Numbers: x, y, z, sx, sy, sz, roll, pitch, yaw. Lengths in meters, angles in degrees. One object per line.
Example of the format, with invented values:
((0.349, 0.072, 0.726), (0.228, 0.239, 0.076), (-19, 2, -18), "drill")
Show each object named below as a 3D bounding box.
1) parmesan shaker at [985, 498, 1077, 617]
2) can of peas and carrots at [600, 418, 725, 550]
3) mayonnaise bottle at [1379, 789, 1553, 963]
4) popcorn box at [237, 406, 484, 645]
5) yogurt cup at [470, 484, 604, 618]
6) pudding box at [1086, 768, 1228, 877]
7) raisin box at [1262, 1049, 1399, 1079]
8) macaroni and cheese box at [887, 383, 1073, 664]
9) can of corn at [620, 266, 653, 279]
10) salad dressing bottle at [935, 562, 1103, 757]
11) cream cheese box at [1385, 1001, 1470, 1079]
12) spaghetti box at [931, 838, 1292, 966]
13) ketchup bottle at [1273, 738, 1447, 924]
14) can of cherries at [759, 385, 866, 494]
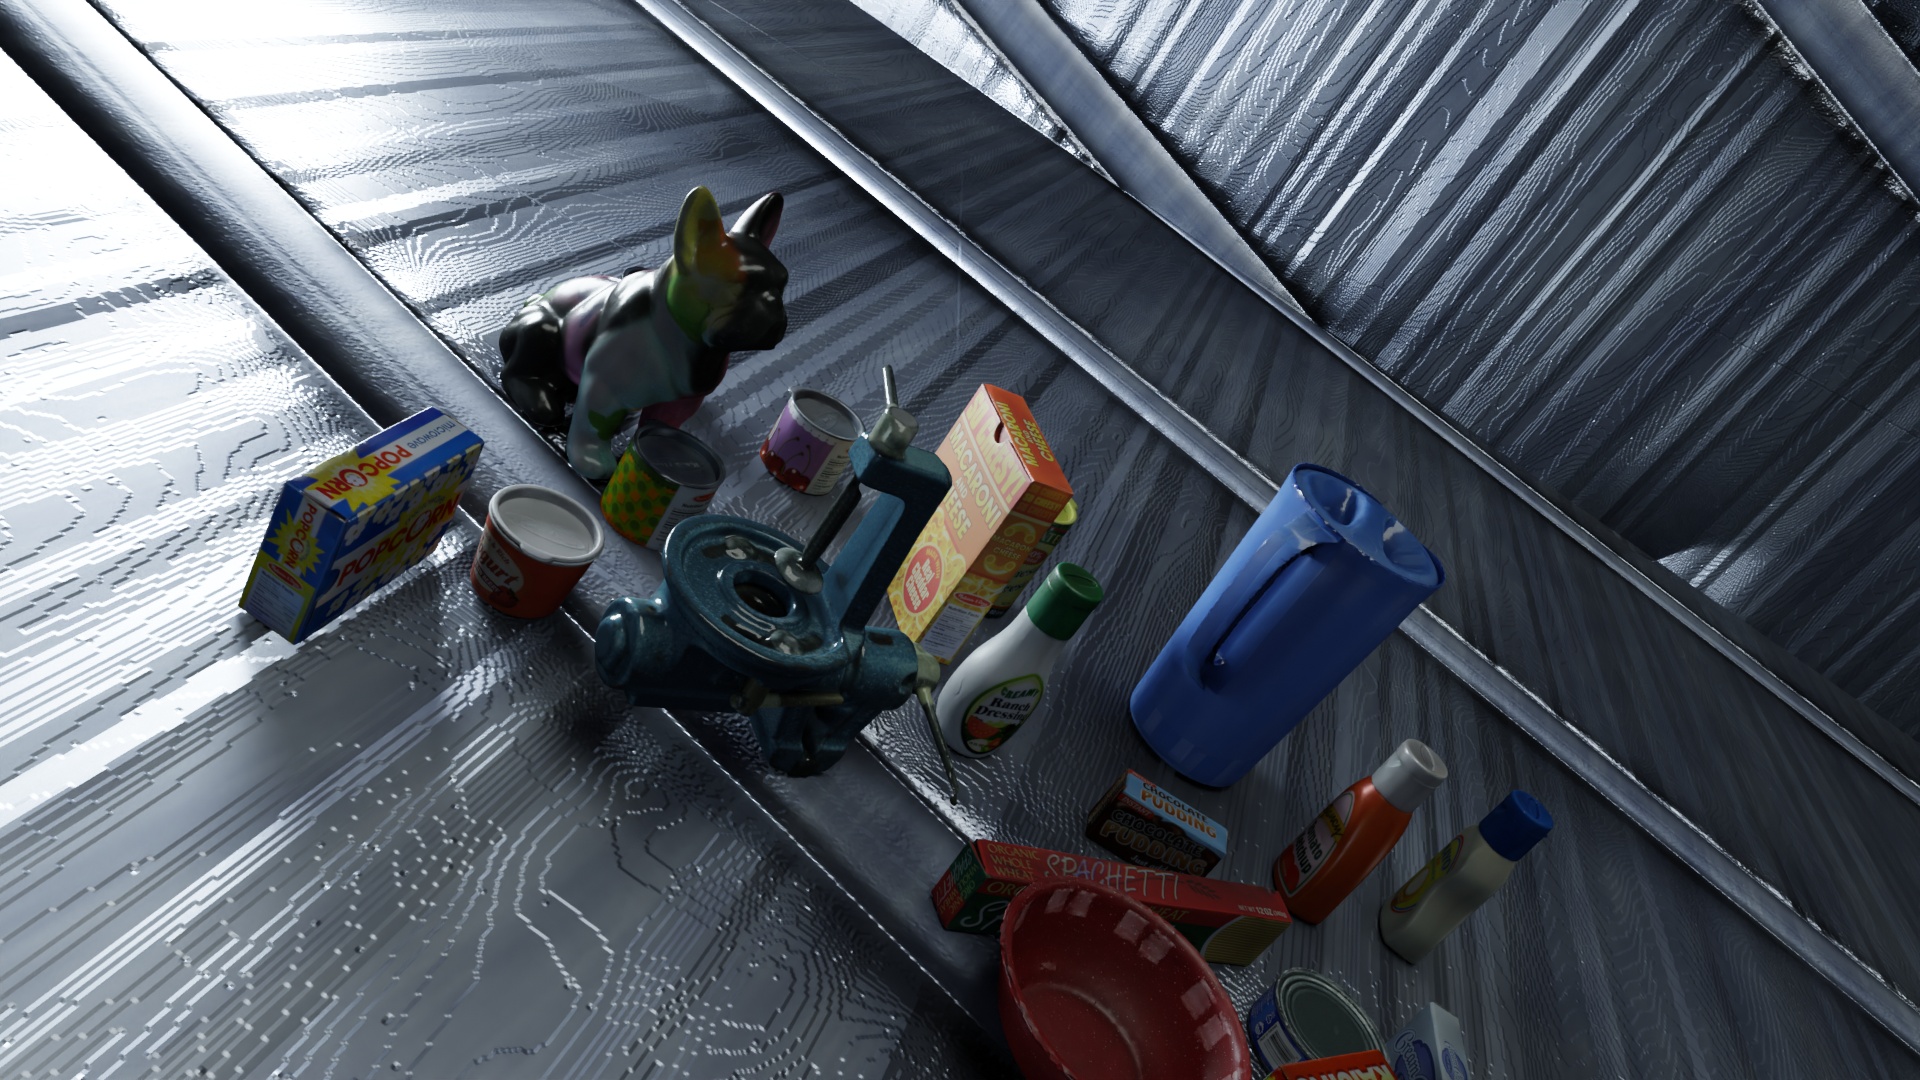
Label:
((0.038, 0.003, 1.091), (0.071, 0.102, 0.071), (27, 27, -15), "parmesan shaker")
((-0.202, -0.037, 0.933), (0.071, 0.058, 0.071), (27, 27, -15), "can of peas and carrots")
((0.370, 0.244, 1.019), (0.041, 0.147, 0.065), (37, 26, 4), "mayonnaise bottle")
((-0.312, -0.011, 0.733), (0.038, 0.085, 0.127), (34, 26, -1), "popcorn box")
((-0.249, 0.008, 0.808), (0.072, 0.053, 0.073), (27, 27, -15), "yogurt cup")
((0.133, 0.197, 0.937), (0.084, 0.049, 0.030), (33, 26, -4), "pudding box")
((0.158, 0.309, 0.695), (0.086, 0.123, 0.040), (11, 34, -39), "raisin box")
((0.004, -0.013, 1.006), (0.040, 0.165, 0.124), (18, 31, -31), "macaroni and cheese box")
((-0.251, -0.175, 1.107), (0.071, 0.058, 0.071), (27, 27, -15), "can of corn")
((0.039, 0.079, 0.915), (0.064, 0.147, 0.044), (15, 32, -35), "salad dressing bottle")
((0.293, 0.345, 0.869), (0.024, 0.053, 0.104), (32, 26, -5), "cream cheese box")
((0.098, 0.224, 0.850), (0.250, 0.050, 0.029), (17, 31, -32), "spaghetti box")
((0.284, 0.204, 0.986), (0.043, 0.148, 0.065), (30, 26, -10), "ketchup bottle")
((-0.119, -0.080, 1.099), (0.071, 0.058, 0.072), (27, 27, -15), "can of cherries")
